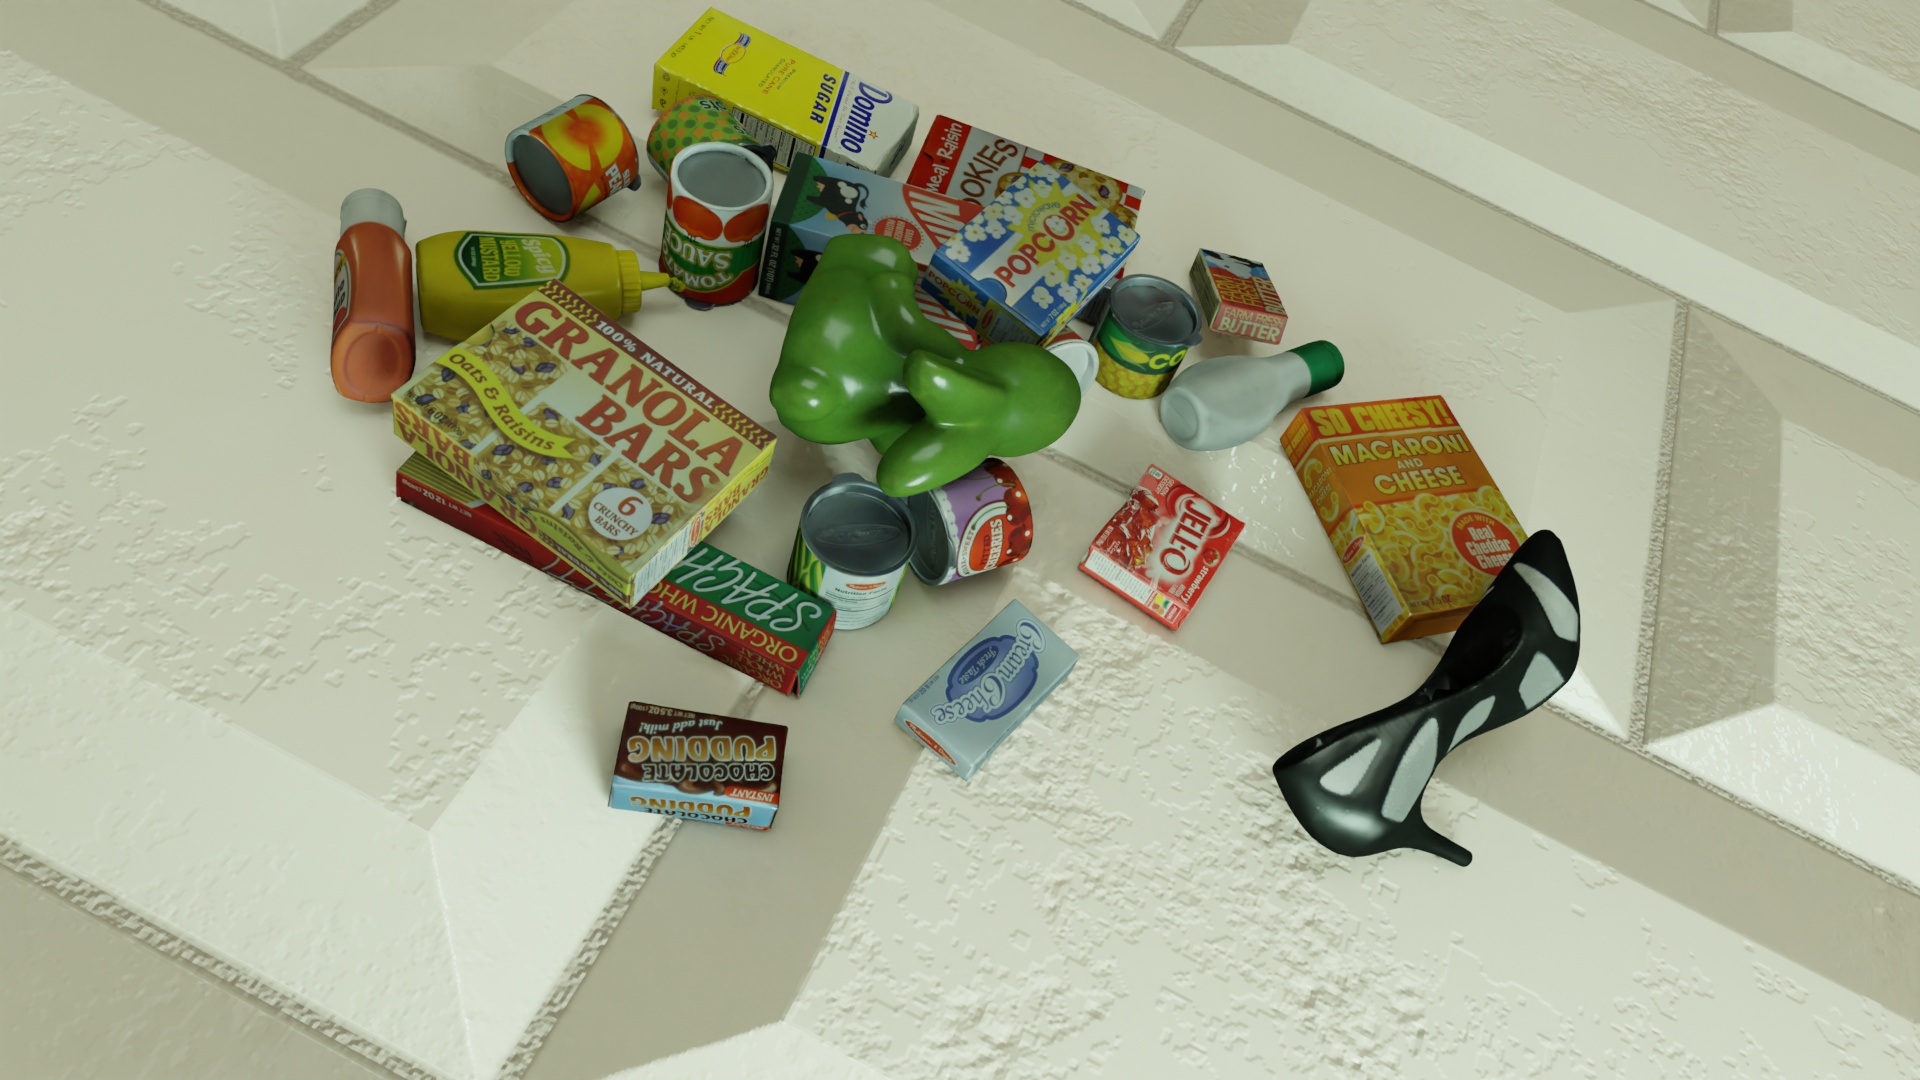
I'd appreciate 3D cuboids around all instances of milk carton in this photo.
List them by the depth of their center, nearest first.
[{"bbox_3d":[-0.031,-0.186,0.932,0.191,0.072,0.074,16,53,-6],"label":"milk carton"}]

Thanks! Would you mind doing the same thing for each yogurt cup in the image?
[{"bbox_3d":[0.049,-0.120,0.916,0.072,0.072,0.054,-15,53,-26],"label":"yogurt cup"}]

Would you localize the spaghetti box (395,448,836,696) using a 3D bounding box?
[{"bbox_3d":[-0.189,0.008,0.768,0.250,0.028,0.050,26,52,3],"label":"spaghetti box"}]

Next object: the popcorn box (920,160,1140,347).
[{"bbox_3d":[0.046,-0.177,0.880,0.085,0.038,0.127,39,55,4],"label":"popcorn box"}]

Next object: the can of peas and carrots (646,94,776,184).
[{"bbox_3d":[-0.169,-0.262,0.946,0.071,0.070,0.059,-28,67,-32],"label":"can of peas and carrots"}]

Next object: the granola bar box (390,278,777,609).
[{"bbox_3d":[-0.204,-0.058,0.763,0.165,0.038,0.125,35,53,7],"label":"granola bar box"}]

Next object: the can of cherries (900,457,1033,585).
[{"bbox_3d":[0.003,-0.010,0.817,0.058,0.071,0.072,-14,60,-27],"label":"can of cherries"}]

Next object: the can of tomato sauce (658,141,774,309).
[{"bbox_3d":[-0.159,-0.203,0.898,0.071,0.082,0.071,9,53,-11],"label":"can of tomato sauce"}]

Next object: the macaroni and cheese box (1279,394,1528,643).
[{"bbox_3d":[0.305,-0.018,0.935,0.124,0.040,0.167,-7,58,-21],"label":"macaroni and cheese box"}]

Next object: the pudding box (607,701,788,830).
[{"bbox_3d":[-0.133,0.115,0.706,0.084,0.030,0.050,11,53,-10],"label":"pudding box"}]

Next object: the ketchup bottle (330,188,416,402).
[{"bbox_3d":[-0.345,-0.151,0.817,0.043,0.064,0.149,6,43,-28],"label":"ketchup bottle"}]

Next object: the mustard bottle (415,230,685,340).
[{"bbox_3d":[-0.250,-0.160,0.859,0.160,0.048,0.065,-7,59,-22],"label":"mustard bottle"}]

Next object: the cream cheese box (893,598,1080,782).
[{"bbox_3d":[0.016,0.083,0.780,0.053,0.024,0.104,40,54,12],"label":"cream cheese box"}]

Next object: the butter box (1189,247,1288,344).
[{"bbox_3d":[0.201,-0.178,1.010,0.053,0.024,0.104,11,32,-8],"label":"butter box"}]

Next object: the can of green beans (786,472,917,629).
[{"bbox_3d":[-0.062,0.009,0.788,0.071,0.057,0.071,8,53,-11],"label":"can of green beans"}]

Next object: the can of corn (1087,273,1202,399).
[{"bbox_3d":[0.126,-0.138,0.955,0.071,0.058,0.071,9,53,-11],"label":"can of corn"}]

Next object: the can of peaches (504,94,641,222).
[{"bbox_3d":[-0.254,-0.249,0.913,0.071,0.071,0.058,37,53,11],"label":"can of peaches"}]

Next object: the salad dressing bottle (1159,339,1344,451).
[{"bbox_3d":[0.206,-0.105,0.966,0.148,0.043,0.064,-21,61,-31],"label":"salad dressing bottle"}]

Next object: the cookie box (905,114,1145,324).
[{"bbox_3d":[0.042,-0.235,1.012,0.167,0.040,0.123,19,52,-3],"label":"cookie box"}]
